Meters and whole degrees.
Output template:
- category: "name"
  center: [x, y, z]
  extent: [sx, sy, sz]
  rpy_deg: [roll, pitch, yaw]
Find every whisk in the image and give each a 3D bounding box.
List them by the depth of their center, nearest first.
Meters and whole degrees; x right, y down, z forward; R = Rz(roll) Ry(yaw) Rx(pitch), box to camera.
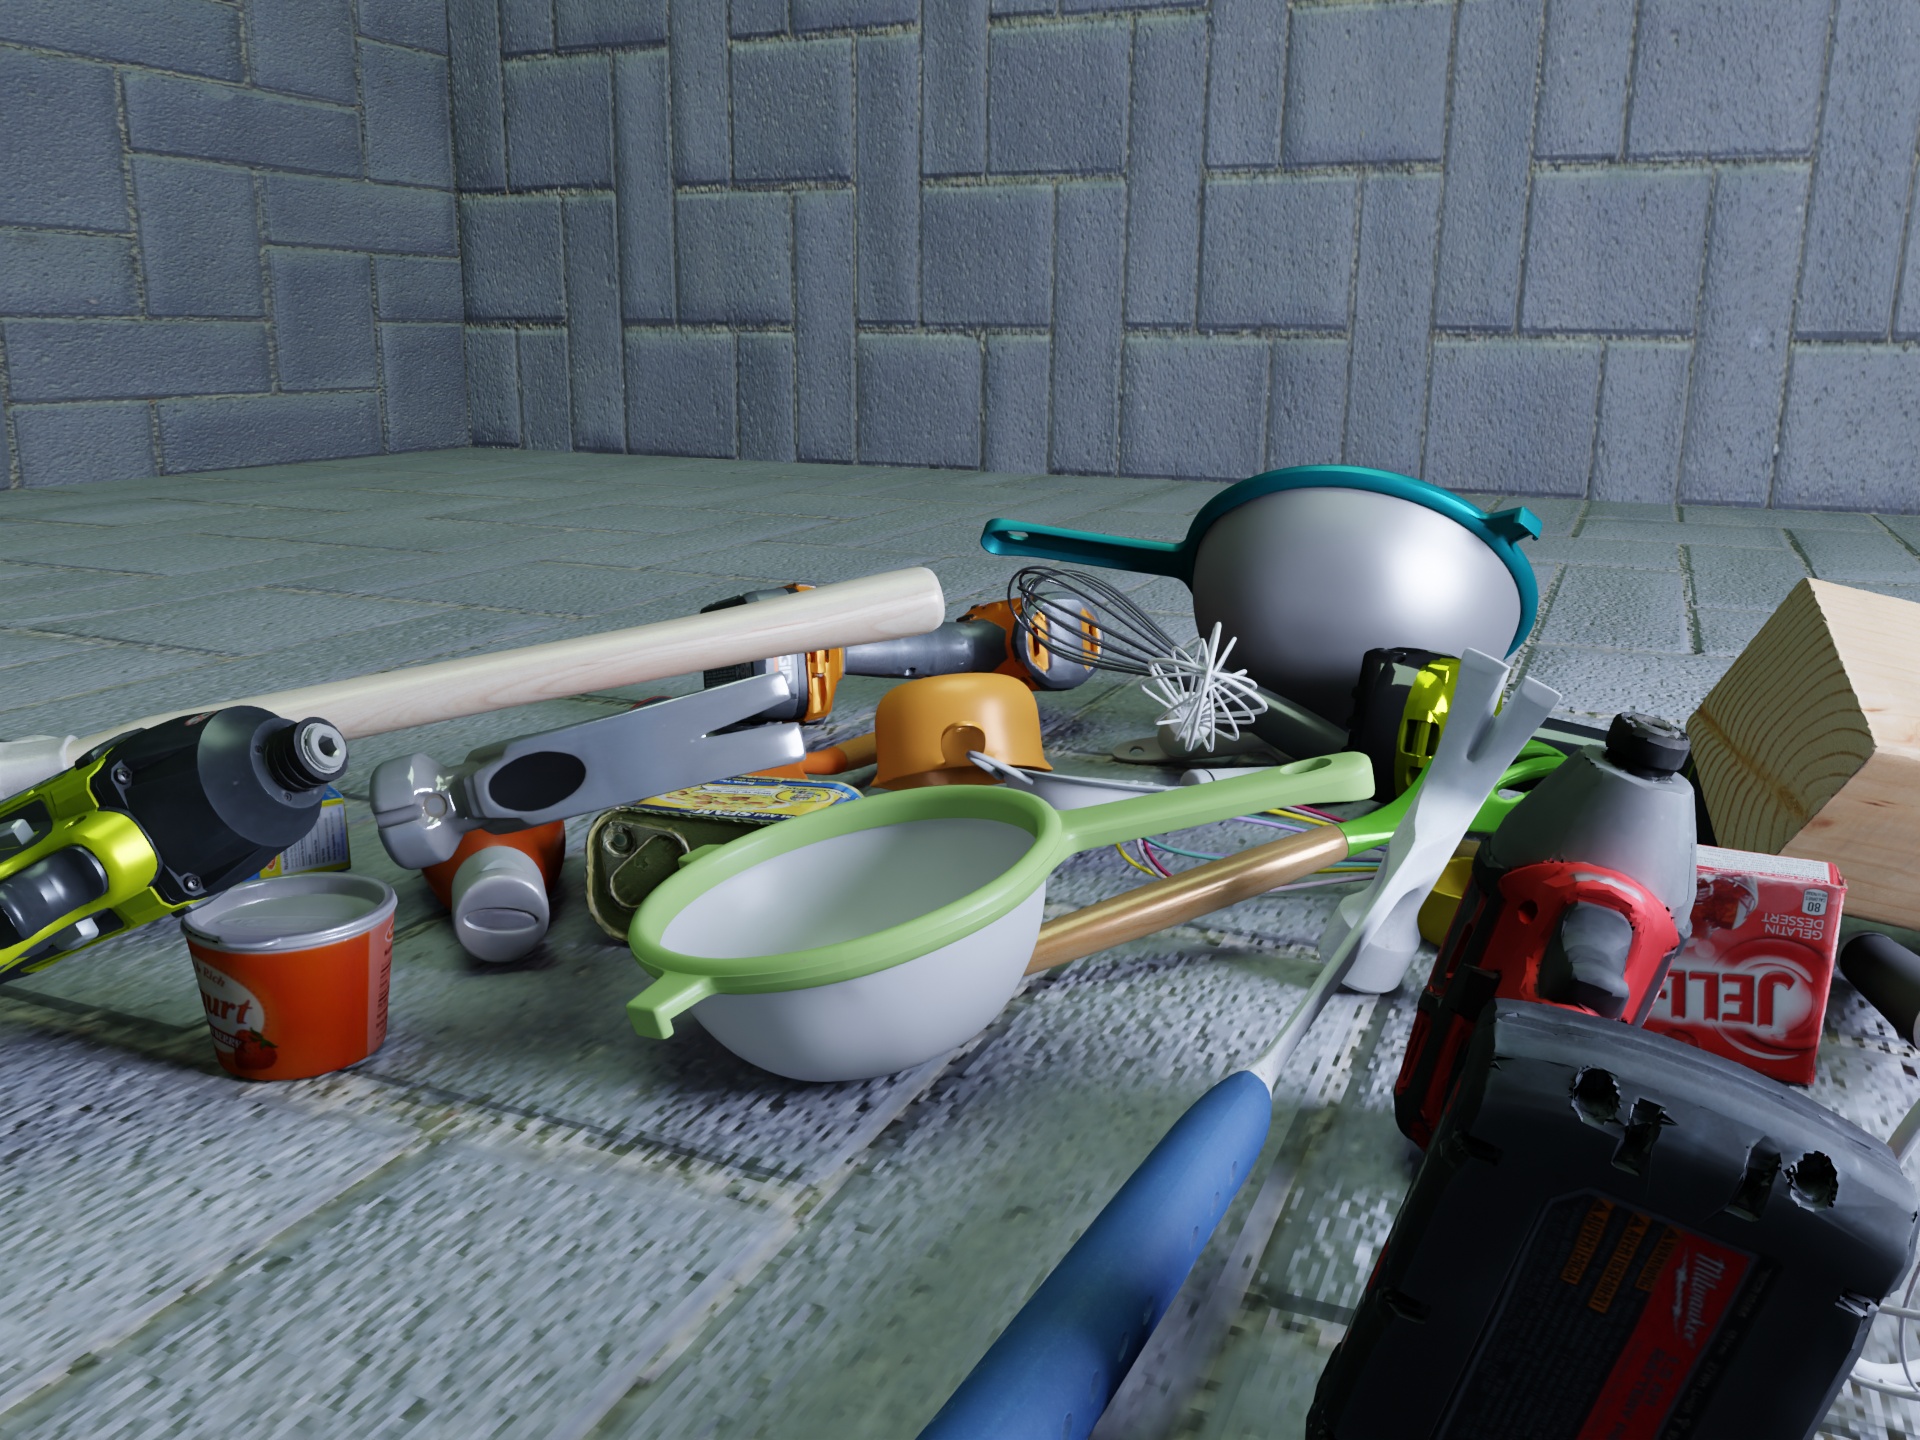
- category: "whisk"
  center: [0.190, 0.062, 0.707]
  extent: [0.245, 0.047, 0.051]
  rpy_deg: [6, 13, 3]
- category: "whisk"
  center: [0.116, -0.004, 0.801]
  extent: [0.058, 0.059, 0.246]
  rpy_deg: [13, -5, 6]
- category: "whisk"
  center: [0.131, -0.025, 0.912]
  extent: [0.239, 0.055, 0.055]
  rpy_deg: [30, 23, 16]

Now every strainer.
- category: "strainer"
  center: [0.019, 0.067, 0.545]
  extent: [0.256, 0.069, 0.151]
  rpy_deg: [-12, 14, 0]
- category: "strainer"
  center: [0.114, 0.037, 0.801]
  extent: [0.258, 0.050, 0.087]
  rpy_deg: [-1, 3, -31]
- category: "strainer"
  center: [0.166, -0.060, 0.960]
  extent: [0.340, 0.210, 0.095]
  rpy_deg: [11, 61, 15]

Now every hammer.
- category: "hammer"
  center: [0.080, 0.095, 0.430]
  extent: [0.035, 0.144, 0.405]
  rpy_deg: [30, 31, 19]
- category: "hammer"
  center: [-0.200, -0.016, 0.674]
  extent: [0.410, 0.038, 0.146]
  rpy_deg: [-13, 2, -18]
- category: "hammer"
  center: [-0.137, 0.008, 0.715]
  extent: [0.143, 0.038, 0.386]
  rpy_deg: [-15, 3, -3]

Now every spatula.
- category: "spatula"
  center: [-0.058, 0.027, 0.872]
  extent: [0.081, 0.041, 0.322]
  rpy_deg: [7, 11, 25]

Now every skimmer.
- category: "skimmer"
  center: [0.272, 0.085, 0.455]
  extent: [0.090, 0.127, 0.363]
  rpy_deg: [33, 12, 14]

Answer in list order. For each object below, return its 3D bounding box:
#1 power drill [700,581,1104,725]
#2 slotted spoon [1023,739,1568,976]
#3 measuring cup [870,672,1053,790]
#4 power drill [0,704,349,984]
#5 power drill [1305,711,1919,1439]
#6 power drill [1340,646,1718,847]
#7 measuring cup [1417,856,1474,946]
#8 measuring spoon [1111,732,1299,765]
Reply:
- category: "power drill"
  center: [-0.045, -0.043, 1.008]
  extent: [0.226, 0.084, 0.164]
  rpy_deg: [-4, 1, -25]
- category: "slotted spoon"
  center: [0.134, 0.058, 0.648]
  extent: [0.313, 0.031, 0.070]
  rpy_deg: [-16, 38, -20]
- category: "measuring cup"
  center: [-0.001, -0.003, 0.789]
  extent: [0.095, 0.052, 0.173]
  rpy_deg: [-5, -11, -1]
- category: "power drill"
  center: [-0.286, 0.066, 0.438]
  extent: [0.171, 0.080, 0.223]
  rpy_deg: [-21, 15, 23]
- category: "power drill"
  center: [0.149, 0.086, 0.387]
  extent: [0.078, 0.143, 0.220]
  rpy_deg: [20, 20, 12]
- category: "power drill"
  center: [0.325, 0.021, 0.790]
  extent: [0.229, 0.080, 0.190]
  rpy_deg: [13, 8, 34]
- category: "measuring cup"
  center: [0.260, 0.085, 0.639]
  extent: [0.156, 0.029, 0.062]
  rpy_deg: [9, 16, 23]
- category: "measuring spoon"
  center: [0.151, 0.019, 0.927]
  extent: [0.124, 0.018, 0.034]
  rpy_deg: [-3, 42, 9]
